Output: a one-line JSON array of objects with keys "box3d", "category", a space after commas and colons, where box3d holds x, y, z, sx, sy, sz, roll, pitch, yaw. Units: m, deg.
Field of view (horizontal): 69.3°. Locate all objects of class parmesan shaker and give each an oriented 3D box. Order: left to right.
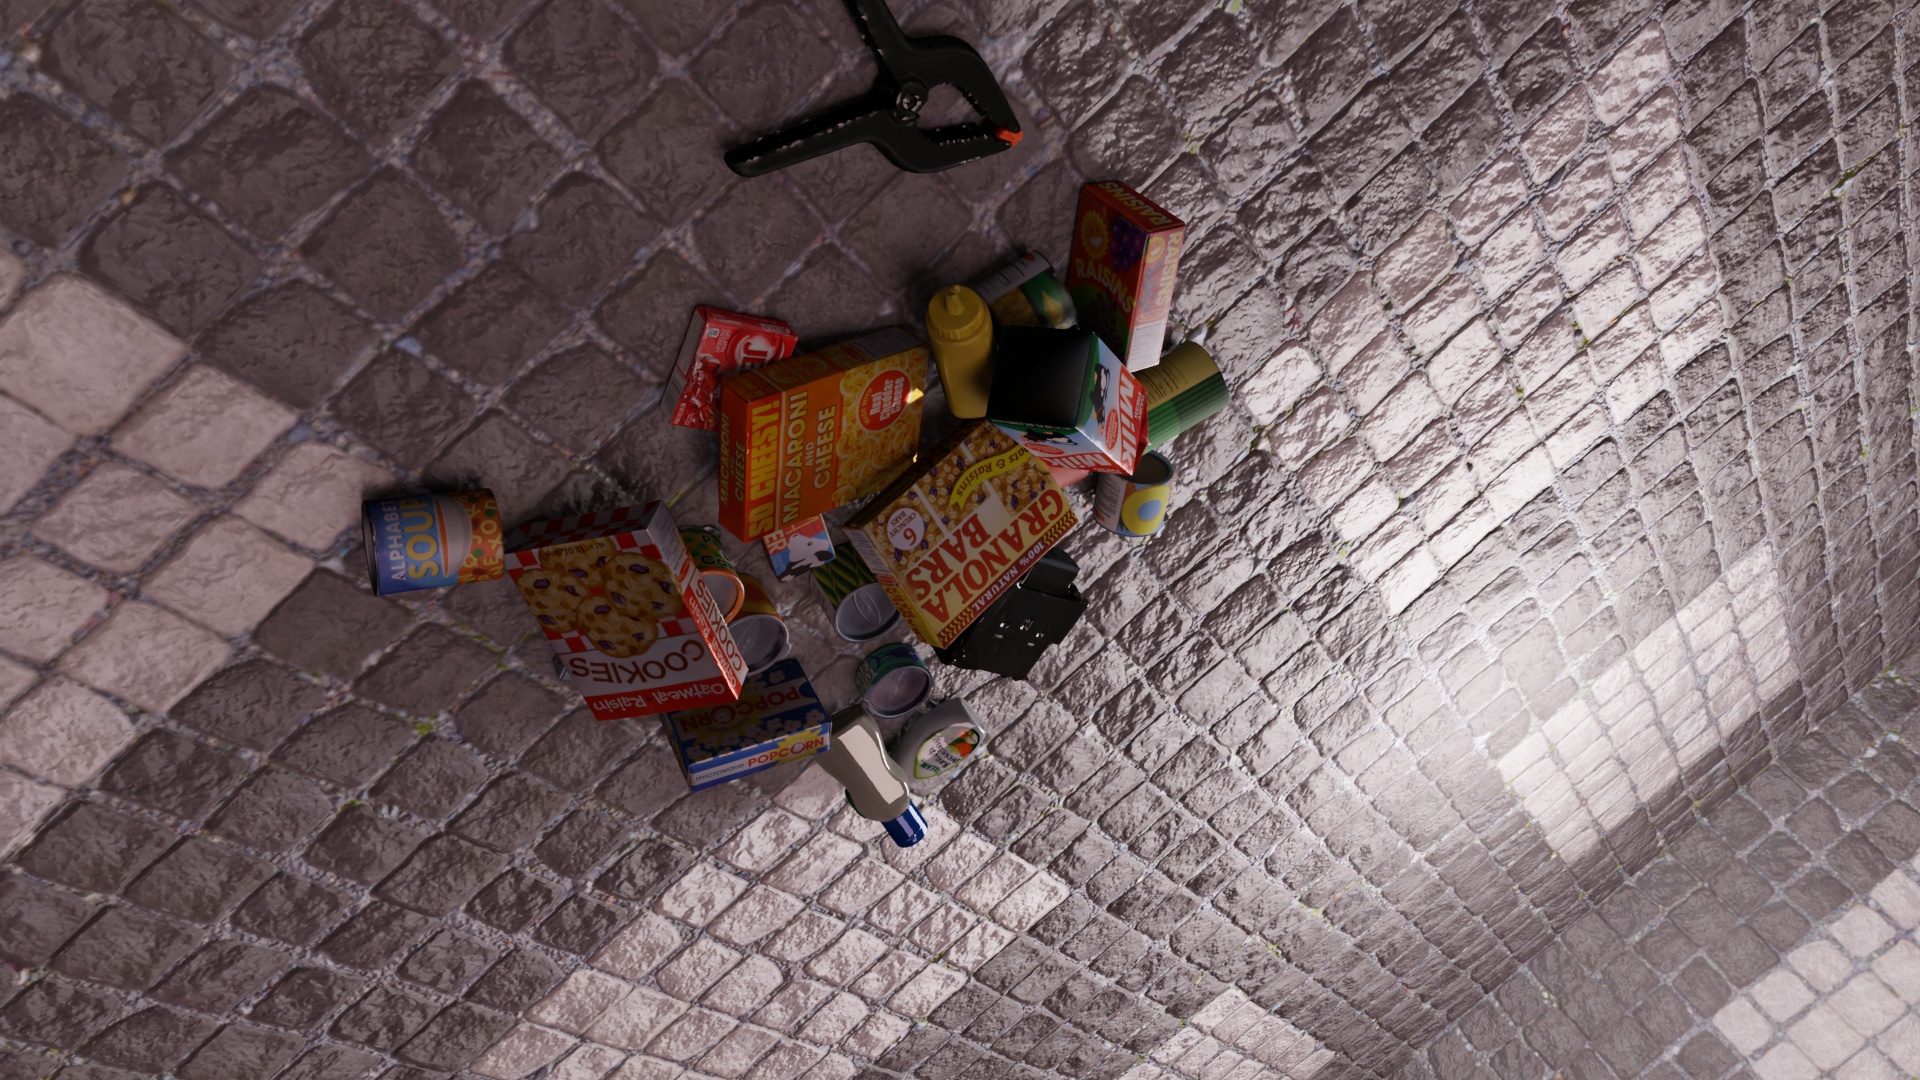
[{"box3d": [0.172, -0.117, 1.194, 0.103, 0.071, 0.071, -30, 136, -7], "category": "parmesan shaker"}]

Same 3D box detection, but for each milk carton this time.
[{"box3d": [0.091, -0.099, 1.068, 0.190, 0.072, 0.073, 27, 72, -66], "category": "milk carton"}]

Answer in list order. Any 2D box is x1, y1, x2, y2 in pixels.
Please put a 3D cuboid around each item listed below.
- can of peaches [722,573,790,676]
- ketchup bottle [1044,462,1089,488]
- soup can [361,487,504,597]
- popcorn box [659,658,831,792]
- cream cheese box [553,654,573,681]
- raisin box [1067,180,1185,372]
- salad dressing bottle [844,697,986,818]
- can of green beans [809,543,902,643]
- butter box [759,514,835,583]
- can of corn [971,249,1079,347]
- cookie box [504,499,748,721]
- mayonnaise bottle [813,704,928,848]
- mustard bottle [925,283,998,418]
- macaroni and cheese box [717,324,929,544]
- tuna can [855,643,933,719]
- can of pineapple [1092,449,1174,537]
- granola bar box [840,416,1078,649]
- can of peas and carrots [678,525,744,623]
[{"box3d": [-0.180, 0.070, 1.139, 0.071, 0.058, 0.070, -18, 133, -20], "category": "can of peaches"}, {"box3d": [0.036, -0.056, 1.180, 0.149, 0.044, 0.064, -24, 128, -13], "category": "ketchup bottle"}, {"box3d": [-0.363, 0.000, 0.956, 0.084, 0.071, 0.071, -8, 130, -27], "category": "soup can"}, {"box3d": [-0.185, 0.157, 1.190, 0.127, 0.085, 0.038, -14, 133, -22], "category": "popcorn box"}, {"box3d": [-0.270, 0.091, 1.125, 0.104, 0.024, 0.053, 12, 119, -38], "category": "cream cheese box"}, {"box3d": [0.124, -0.205, 1.078, 0.040, 0.086, 0.122, -17, 133, -27], "category": "raisin box"}, {"box3d": [-0.045, 0.214, 1.356, 0.147, 0.044, 0.064, -38, 129, 4], "category": "salad dressing bottle"}, {"box3d": [-0.087, 0.044, 1.176, 0.071, 0.058, 0.071, -17, 133, -19], "category": "can of green beans"}, {"box3d": [-0.139, -0.016, 1.118, 0.053, 0.024, 0.103, -26, 136, -12], "category": "butter box"}, {"box3d": [0.050, -0.178, 1.068, 0.058, 0.071, 0.071, -32, 136, -4], "category": "can of corn"}, {"box3d": [-0.247, 0.057, 1.034, 0.123, 0.040, 0.166, -10, 124, 16], "category": "cookie box"}, {"box3d": [-0.082, 0.226, 1.309, 0.065, 0.041, 0.147, -30, 114, 2], "category": "mayonnaise bottle"}, {"box3d": [0.001, -0.148, 1.031, 0.049, 0.065, 0.159, -12, 156, 3], "category": "mustard bottle"}, {"box3d": [-0.103, -0.081, 1.041, 0.167, 0.040, 0.123, -24, 136, -37], "category": "macaroni and cheese box"}, {"box3d": [-0.064, 0.130, 1.281, 0.071, 0.033, 0.070, -17, 133, -19], "category": "tuna can"}, {"box3d": [0.157, -0.045, 1.249, 0.071, 0.071, 0.057, -12, 131, -24], "category": "can of pineapple"}, {"box3d": [0.004, -0.014, 1.108, 0.166, 0.039, 0.124, -42, 114, -23], "category": "granola bar box"}, {"box3d": [-0.207, 0.030, 1.088, 0.071, 0.059, 0.070, -18, 134, -19], "category": "can of peas and carrots"}]
